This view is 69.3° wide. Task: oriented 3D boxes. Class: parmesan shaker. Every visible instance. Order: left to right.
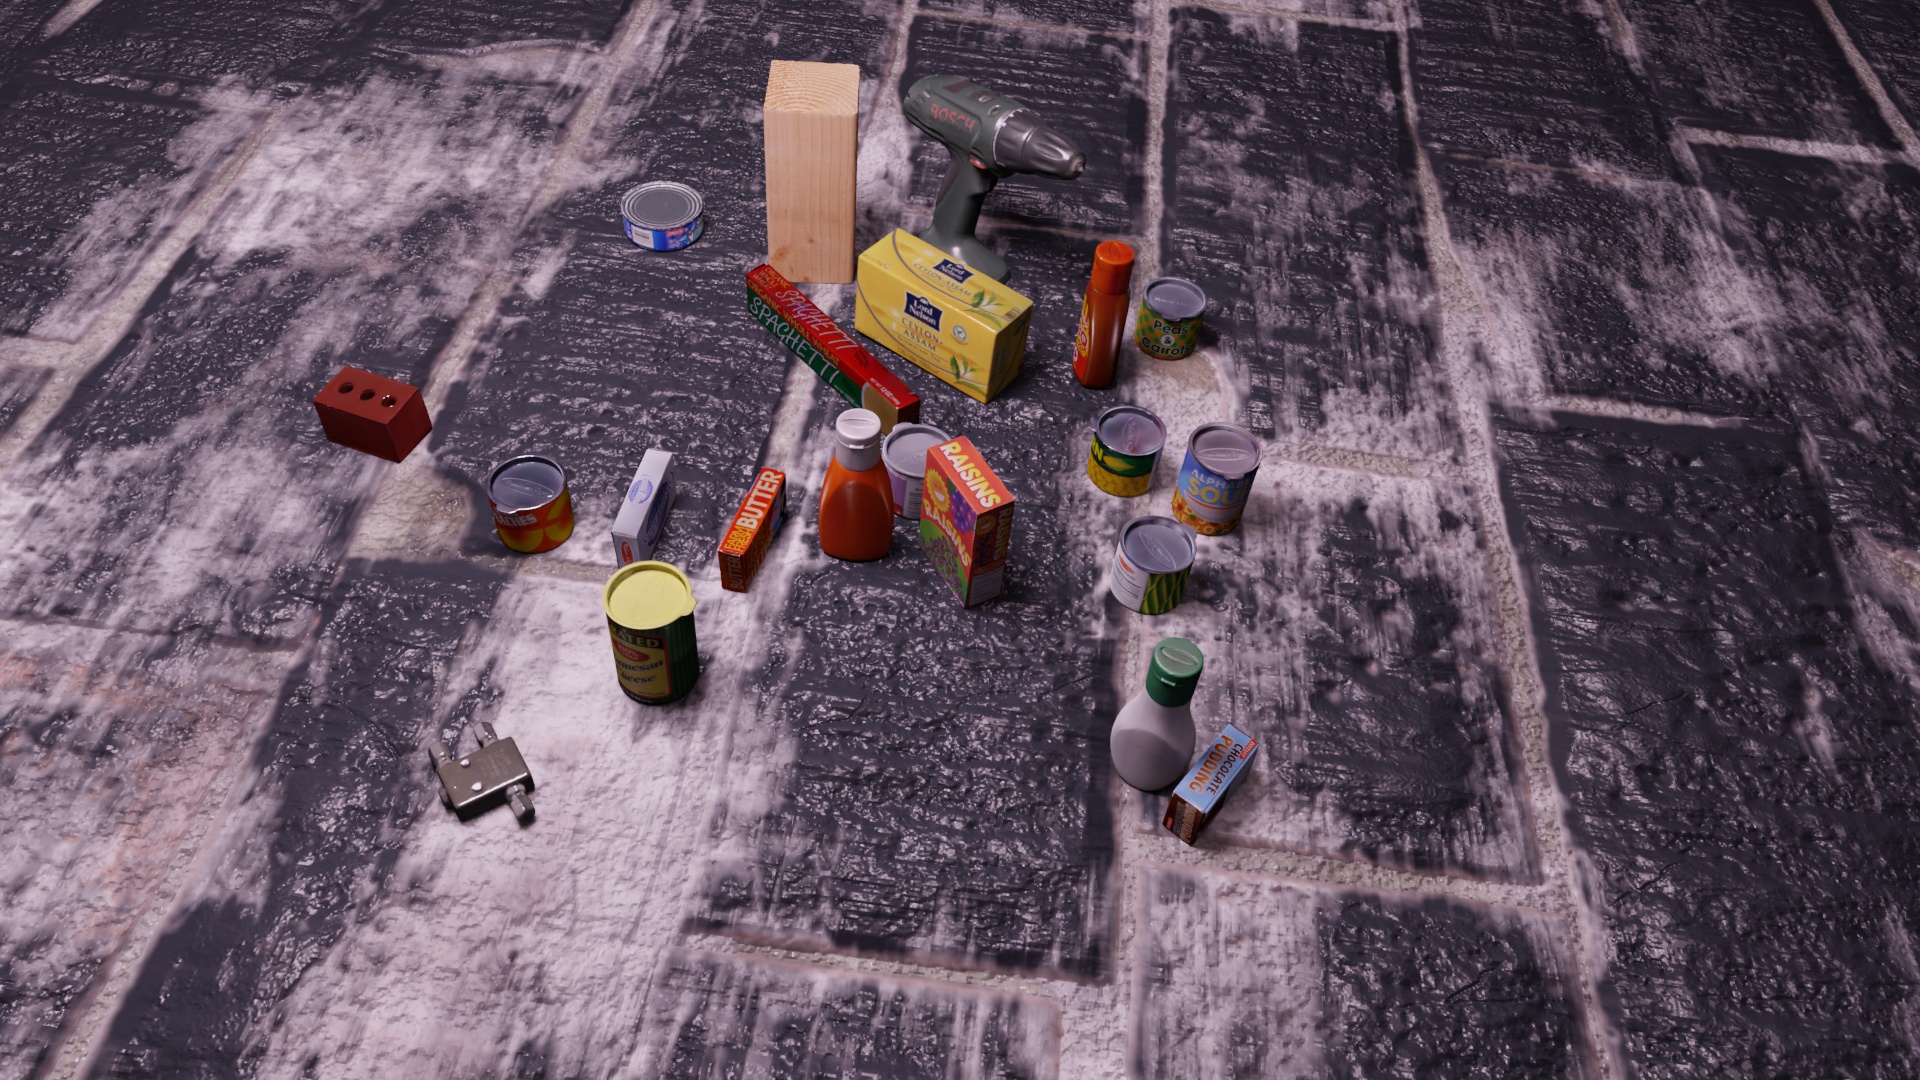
[{"bbox_3d":[-0.236,0.074,1.080,0.071,0.102,0.072,3,48,-3],"label":"parmesan shaker"}]

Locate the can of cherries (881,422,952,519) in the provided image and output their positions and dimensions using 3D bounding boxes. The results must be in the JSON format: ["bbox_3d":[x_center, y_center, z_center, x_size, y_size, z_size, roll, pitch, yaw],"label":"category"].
[{"bbox_3d":[-0.039,-0.063,1.252,0.071,0.058,0.072,3,48,-3],"label":"can of cherries"}]

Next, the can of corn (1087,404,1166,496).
[{"bbox_3d":[0.151,-0.083,1.289,0.071,0.058,0.071,3,48,-3],"label":"can of corn"}]

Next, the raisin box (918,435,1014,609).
[{"bbox_3d":[0.004,-0.015,1.170,0.040,0.122,0.086,-20,54,-22],"label":"raisin box"}]

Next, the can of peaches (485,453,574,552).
[{"bbox_3d":[-0.369,-0.030,1.189,0.071,0.057,0.071,3,48,-3],"label":"can of peaches"}]

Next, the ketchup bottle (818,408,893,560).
[{"bbox_3d":[-0.087,-0.045,1.171,0.065,0.148,0.044,4,48,-3],"label":"ketchup bottle"}]

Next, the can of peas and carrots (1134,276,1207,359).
[{"bbox_3d":[0.214,-0.225,1.421,0.071,0.058,0.071,3,48,-3],"label":"can of peas and carrots"}]

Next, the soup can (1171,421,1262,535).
[{"bbox_3d":[0.231,-0.053,1.253,0.071,0.083,0.072,3,48,-3],"label":"soup can"}]

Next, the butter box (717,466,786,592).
[{"bbox_3d":[-0.177,-0.009,1.193,0.024,0.052,0.104,15,49,7],"label":"butter box"}]

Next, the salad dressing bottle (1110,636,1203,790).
[{"bbox_3d":[0.150,0.131,1.040,0.064,0.146,0.044,22,50,14],"label":"salad dressing bottle"}]

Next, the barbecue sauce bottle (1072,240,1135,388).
[{"bbox_3d":[0.140,-0.221,1.350,0.044,0.147,0.065,0,49,-6],"label":"barbecue sauce bottle"}]

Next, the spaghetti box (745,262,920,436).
[{"bbox_3d":[-0.128,-0.185,1.356,0.029,0.049,0.251,-31,58,-28],"label":"spaghetti box"}]

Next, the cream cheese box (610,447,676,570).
[{"bbox_3d":[-0.272,-0.025,1.197,0.024,0.053,0.104,9,48,3],"label":"cream cheese box"}]

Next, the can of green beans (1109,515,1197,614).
[{"bbox_3d":[0.165,0.021,1.198,0.071,0.057,0.071,3,48,-3],"label":"can of green beans"}]

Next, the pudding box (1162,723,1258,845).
[{"bbox_3d":[0.191,0.186,1.060,0.030,0.049,0.084,33,53,22],"label":"pudding box"}]
